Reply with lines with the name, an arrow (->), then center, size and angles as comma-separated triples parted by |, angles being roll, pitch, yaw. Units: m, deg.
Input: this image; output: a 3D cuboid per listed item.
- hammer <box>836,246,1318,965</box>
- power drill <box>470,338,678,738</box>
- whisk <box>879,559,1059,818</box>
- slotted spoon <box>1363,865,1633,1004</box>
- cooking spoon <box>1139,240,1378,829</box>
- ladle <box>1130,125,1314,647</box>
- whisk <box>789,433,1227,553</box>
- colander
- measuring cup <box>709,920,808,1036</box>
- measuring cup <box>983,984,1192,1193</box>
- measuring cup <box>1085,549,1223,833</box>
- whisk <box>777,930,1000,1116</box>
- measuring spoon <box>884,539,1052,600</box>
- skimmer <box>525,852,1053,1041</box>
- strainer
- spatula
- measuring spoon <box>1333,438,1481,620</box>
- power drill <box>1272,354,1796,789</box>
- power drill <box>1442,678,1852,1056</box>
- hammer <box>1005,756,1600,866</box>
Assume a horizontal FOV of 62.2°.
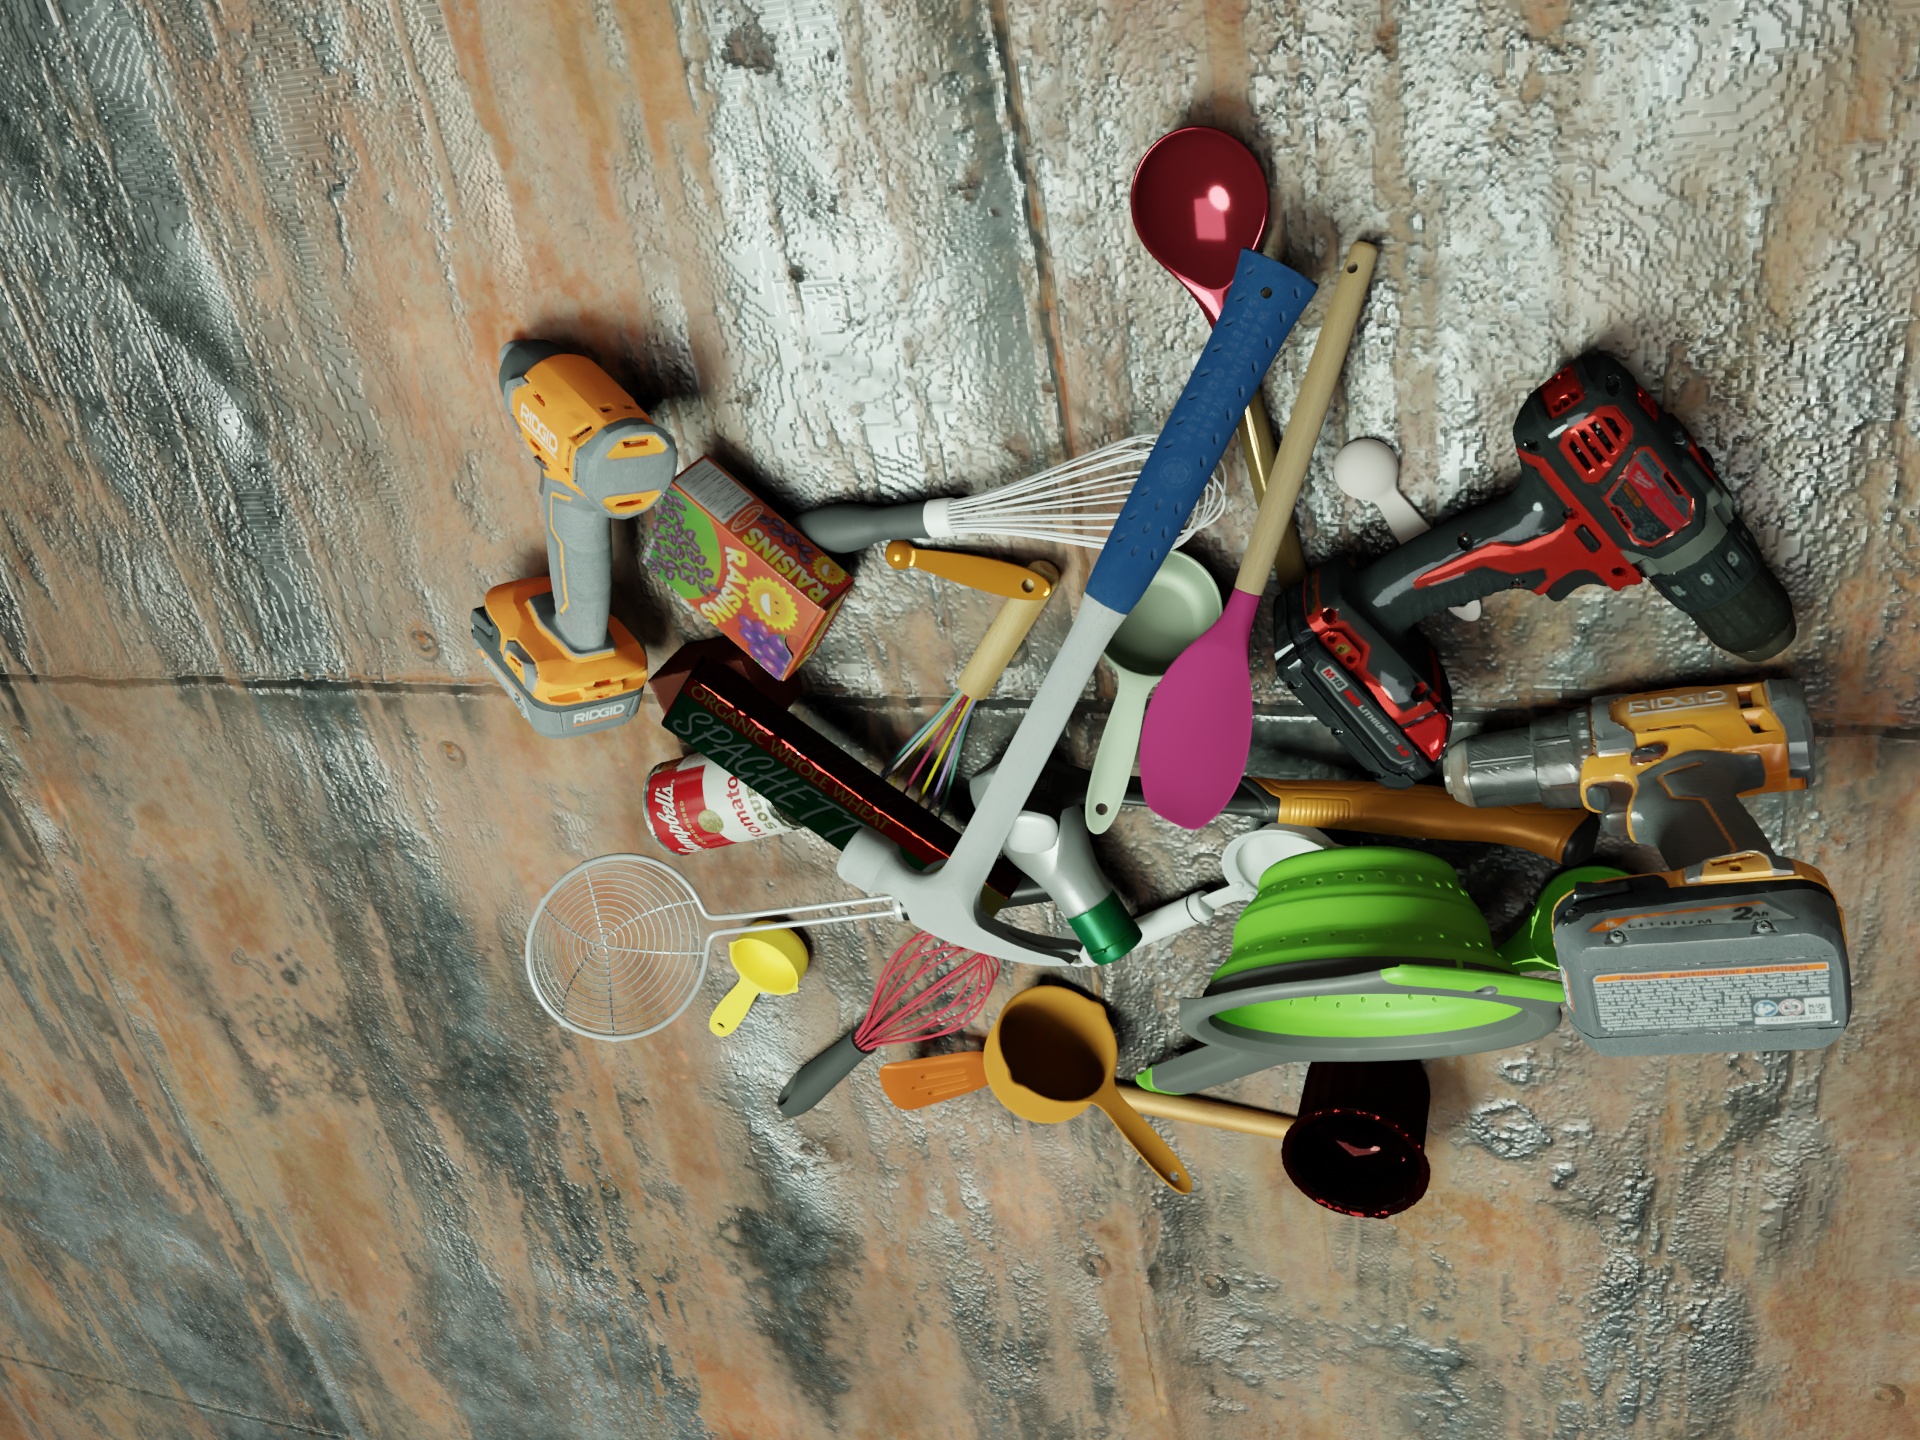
hammer -> 0.078, -0.050, 0.848 | 0.144, 0.035, 0.405 | 30, 107, 9
power drill -> -0.251, -0.121, 1.000 | 0.164, 0.084, 0.226 | 44, 134, 34
whisk -> -0.001, -0.002, 1.012 | 0.051, 0.047, 0.245 | 33, 123, 1
slotted spoon -> 0.297, 0.168, 1.004 | 0.313, 0.031, 0.070 | -32, 82, 36
cooking spoon -> 0.161, -0.092, 0.839 | 0.069, 0.017, 0.319 | 28, 108, 38
ladle -> 0.158, -0.163, 0.858 | 0.069, 0.031, 0.315 | -11, 117, 19
whisk -> 0.018, -0.120, 0.925 | 0.285, 0.070, 0.070 | -3, 119, 28
colander -> 0.199, 0.156, 0.966 | 0.204, 0.095, 0.397 | 9, 157, -16
measuring cup -> -0.160, 0.200, 1.215 | 0.062, 0.029, 0.156 | 35, 138, -1
measuring cup -> 0.088, 0.264, 1.091 | 0.174, 0.095, 0.052 | 46, 143, 15
measuring cup -> 0.099, -0.016, 0.913 | 0.083, 0.038, 0.167 | 15, 86, 7
whisk -> -0.062, 0.227, 1.167 | 0.073, 0.073, 0.295 | 40, 131, -5
measuring spoon -> 0.002, -0.090, 0.959 | 0.117, 0.011, 0.021 | 16, 109, 27
skimmer -> -0.106, 0.136, 1.065 | 0.363, 0.090, 0.127 | -8, 91, 11
strainer -> 0.160, 0.114, 1.019 | 0.086, 0.050, 0.258 | 41, 133, -21
spatula -> 0.102, 0.276, 1.140 | 0.322, 0.041, 0.080 | 7, 146, 16
measuring spoon -> 0.246, -0.100, 0.866 | 0.034, 0.018, 0.124 | -32, 105, 33
power drill -> 0.298, -0.058, 0.833 | 0.187, 0.080, 0.226 | 43, 120, -17
power drill -> 0.337, 0.062, 0.800 | 0.185, 0.226, 0.084 | -8, 121, 24
hammer -> 0.199, 0.044, 0.939 | 0.337, 0.127, 0.034 | 5, 124, 8
